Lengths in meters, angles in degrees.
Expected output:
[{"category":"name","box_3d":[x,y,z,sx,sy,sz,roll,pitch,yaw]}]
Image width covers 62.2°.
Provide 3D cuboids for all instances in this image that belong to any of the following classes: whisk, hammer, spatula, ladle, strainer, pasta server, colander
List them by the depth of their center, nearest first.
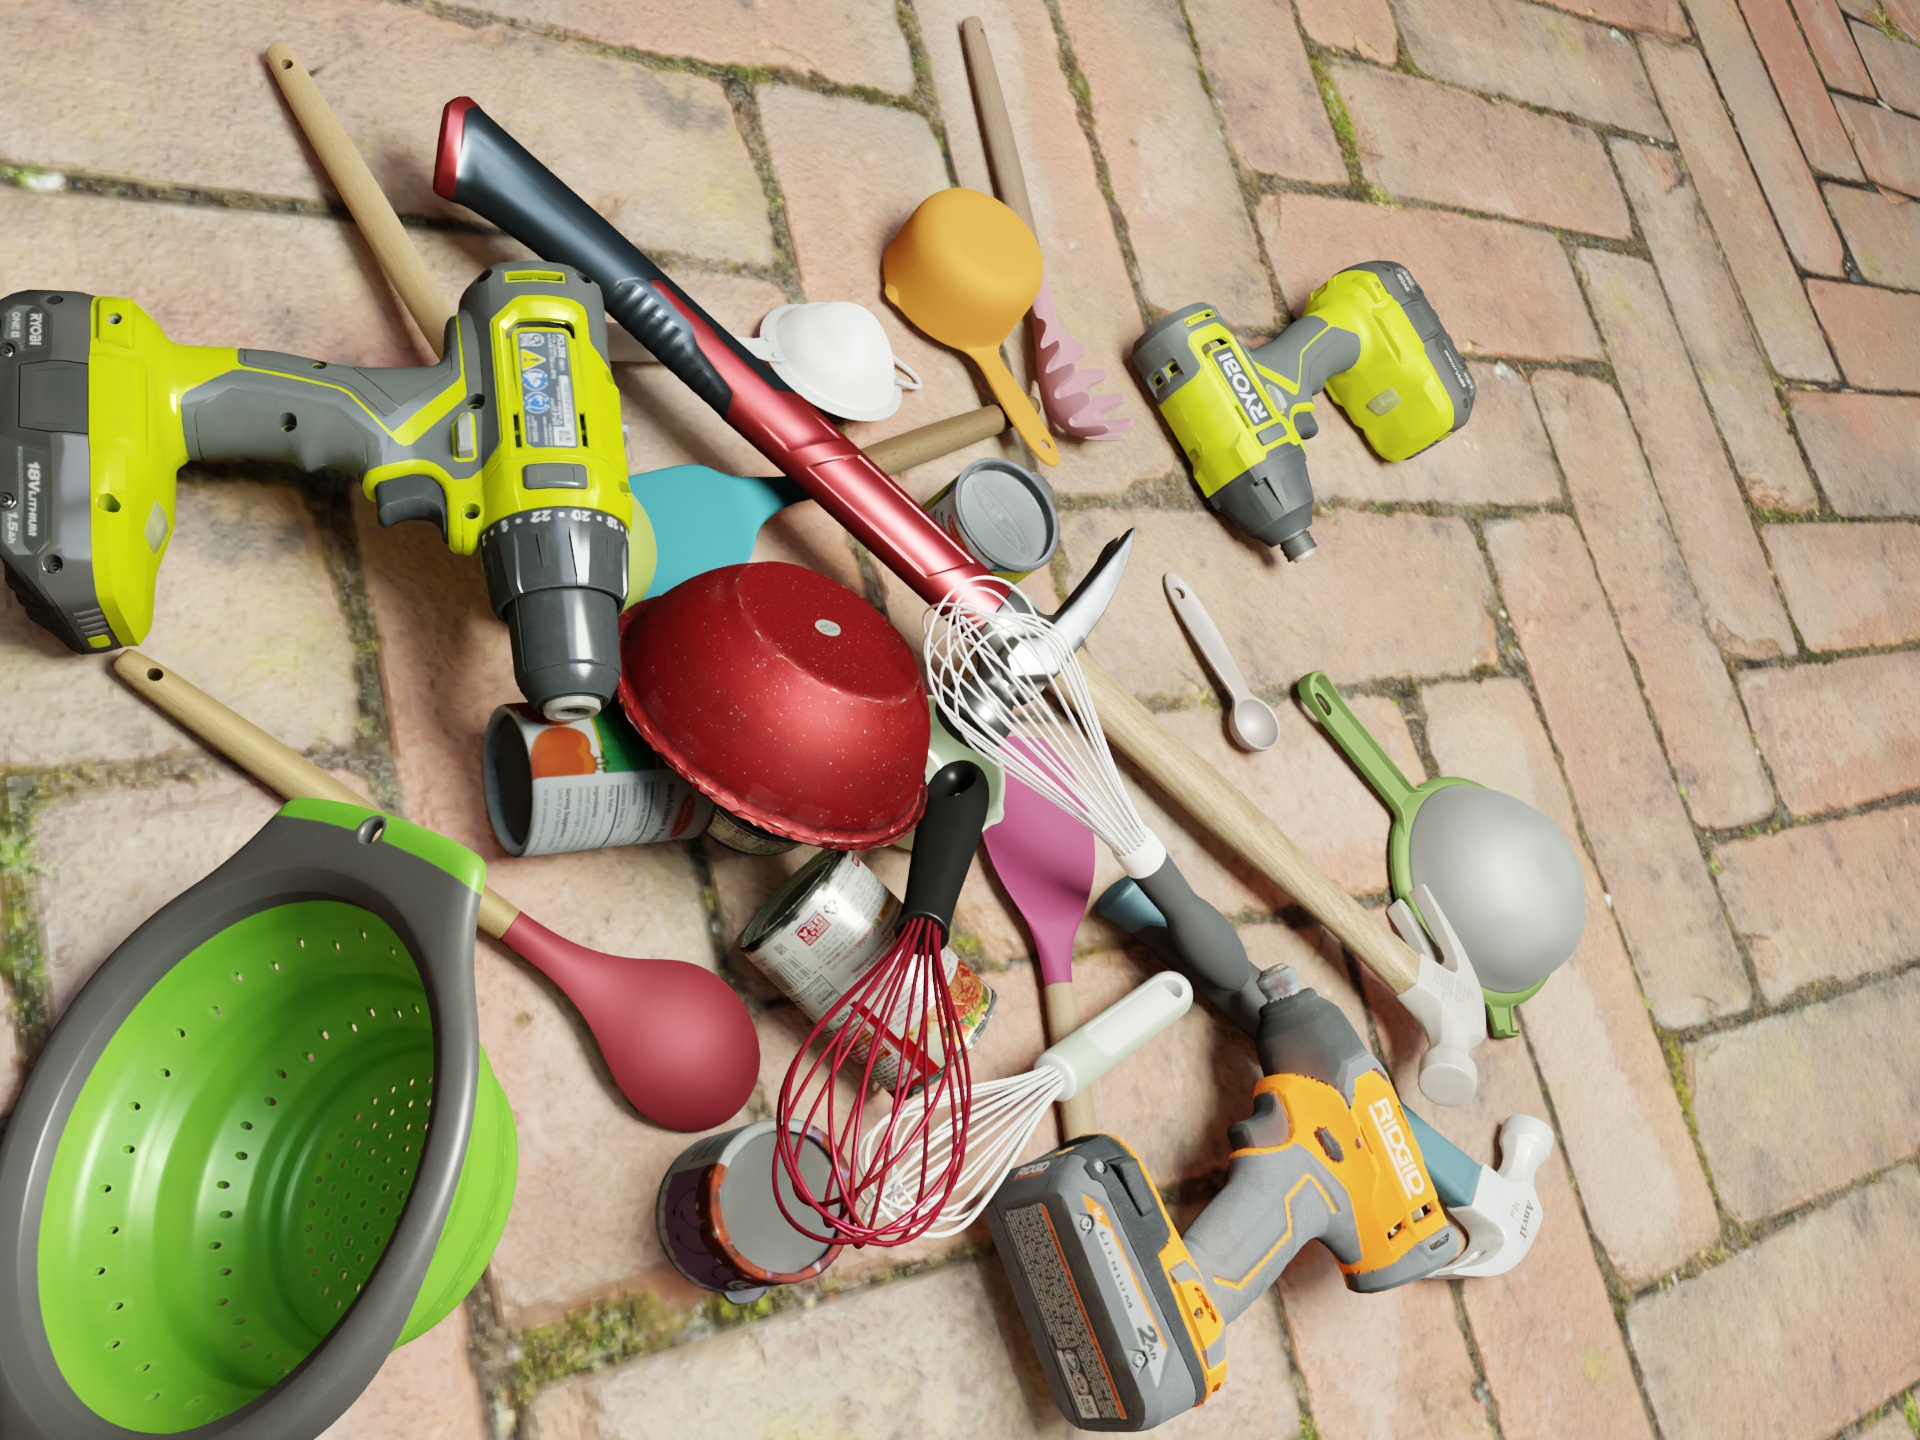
[{"category":"colander","box_3d":[-0.252,0.225,0.518,0.094,0.205,0.397,47,61,-53]},{"category":"whisk","box_3d":[-0.018,0.100,0.651,0.073,0.073,0.296,40,28,-14]},{"category":"ladle","box_3d":[-0.208,0.069,0.659,0.315,0.031,0.069,38,54,-13]},{"category":"ladle","box_3d":[-0.240,-0.179,0.737,0.078,0.062,0.320,-30,81,-12]},{"category":"whisk","box_3d":[0.039,0.169,0.739,0.058,0.059,0.246,45,38,19]},{"category":"whisk","box_3d":[0.070,0.041,0.761,0.284,0.070,0.070,51,49,-31]},{"category":"hammer","box_3d":[-0.087,-0.162,0.770,0.386,0.038,0.143,42,67,-9]},{"category":"strainer","box_3d":[-0.121,-0.194,0.821,0.258,0.050,0.087,-6,59,-32]},{"category":"spatula","box_3d":[-0.064,-0.129,0.844,0.317,0.044,0.082,-28,87,-43]},{"category":"hammer","box_3d":[0.204,0.191,0.881,0.331,0.033,0.128,41,52,-13]},{"category":"hammer","box_3d":[0.172,0.069,0.897,0.331,0.031,0.130,41,34,-7]},{"category":"pasta server","box_3d":[0.045,-0.308,0.982,0.060,0.040,0.316,13,60,-54]},{"category":"strainer","box_3d":[0.310,0.060,0.984,0.256,0.069,0.151,48,52,-9]}]

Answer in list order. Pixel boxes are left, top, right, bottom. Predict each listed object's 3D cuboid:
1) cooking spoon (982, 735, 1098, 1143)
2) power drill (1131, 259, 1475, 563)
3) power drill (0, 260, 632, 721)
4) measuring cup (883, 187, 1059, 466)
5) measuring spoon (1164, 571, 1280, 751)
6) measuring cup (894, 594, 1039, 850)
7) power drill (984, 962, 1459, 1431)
[{"category":"cooking spoon","box_3d":[0.053,0.159,0.801,0.068,0.017,0.319,2,69,-29]},{"category":"power drill","box_3d":[0.232,-0.207,1.045,0.223,0.080,0.171,-28,87,-35]},{"category":"power drill","box_3d":[-0.244,-0.088,0.629,0.228,0.080,0.191,-4,73,-18]},{"category":"measuring cup","box_3d":[0.024,-0.229,0.910,0.095,0.052,0.174,-16,71,-39]},{"category":"measuring spoon","box_3d":[0.152,-0.034,0.957,0.034,0.018,0.124,-18,75,-38]},{"category":"measuring cup","box_3d":[-0.001,-0.003,0.822,0.083,0.038,0.168,40,52,-14]},{"category":"power drill","box_3d":[0.127,0.218,0.759,0.226,0.084,0.164,-14,77,-35]}]
